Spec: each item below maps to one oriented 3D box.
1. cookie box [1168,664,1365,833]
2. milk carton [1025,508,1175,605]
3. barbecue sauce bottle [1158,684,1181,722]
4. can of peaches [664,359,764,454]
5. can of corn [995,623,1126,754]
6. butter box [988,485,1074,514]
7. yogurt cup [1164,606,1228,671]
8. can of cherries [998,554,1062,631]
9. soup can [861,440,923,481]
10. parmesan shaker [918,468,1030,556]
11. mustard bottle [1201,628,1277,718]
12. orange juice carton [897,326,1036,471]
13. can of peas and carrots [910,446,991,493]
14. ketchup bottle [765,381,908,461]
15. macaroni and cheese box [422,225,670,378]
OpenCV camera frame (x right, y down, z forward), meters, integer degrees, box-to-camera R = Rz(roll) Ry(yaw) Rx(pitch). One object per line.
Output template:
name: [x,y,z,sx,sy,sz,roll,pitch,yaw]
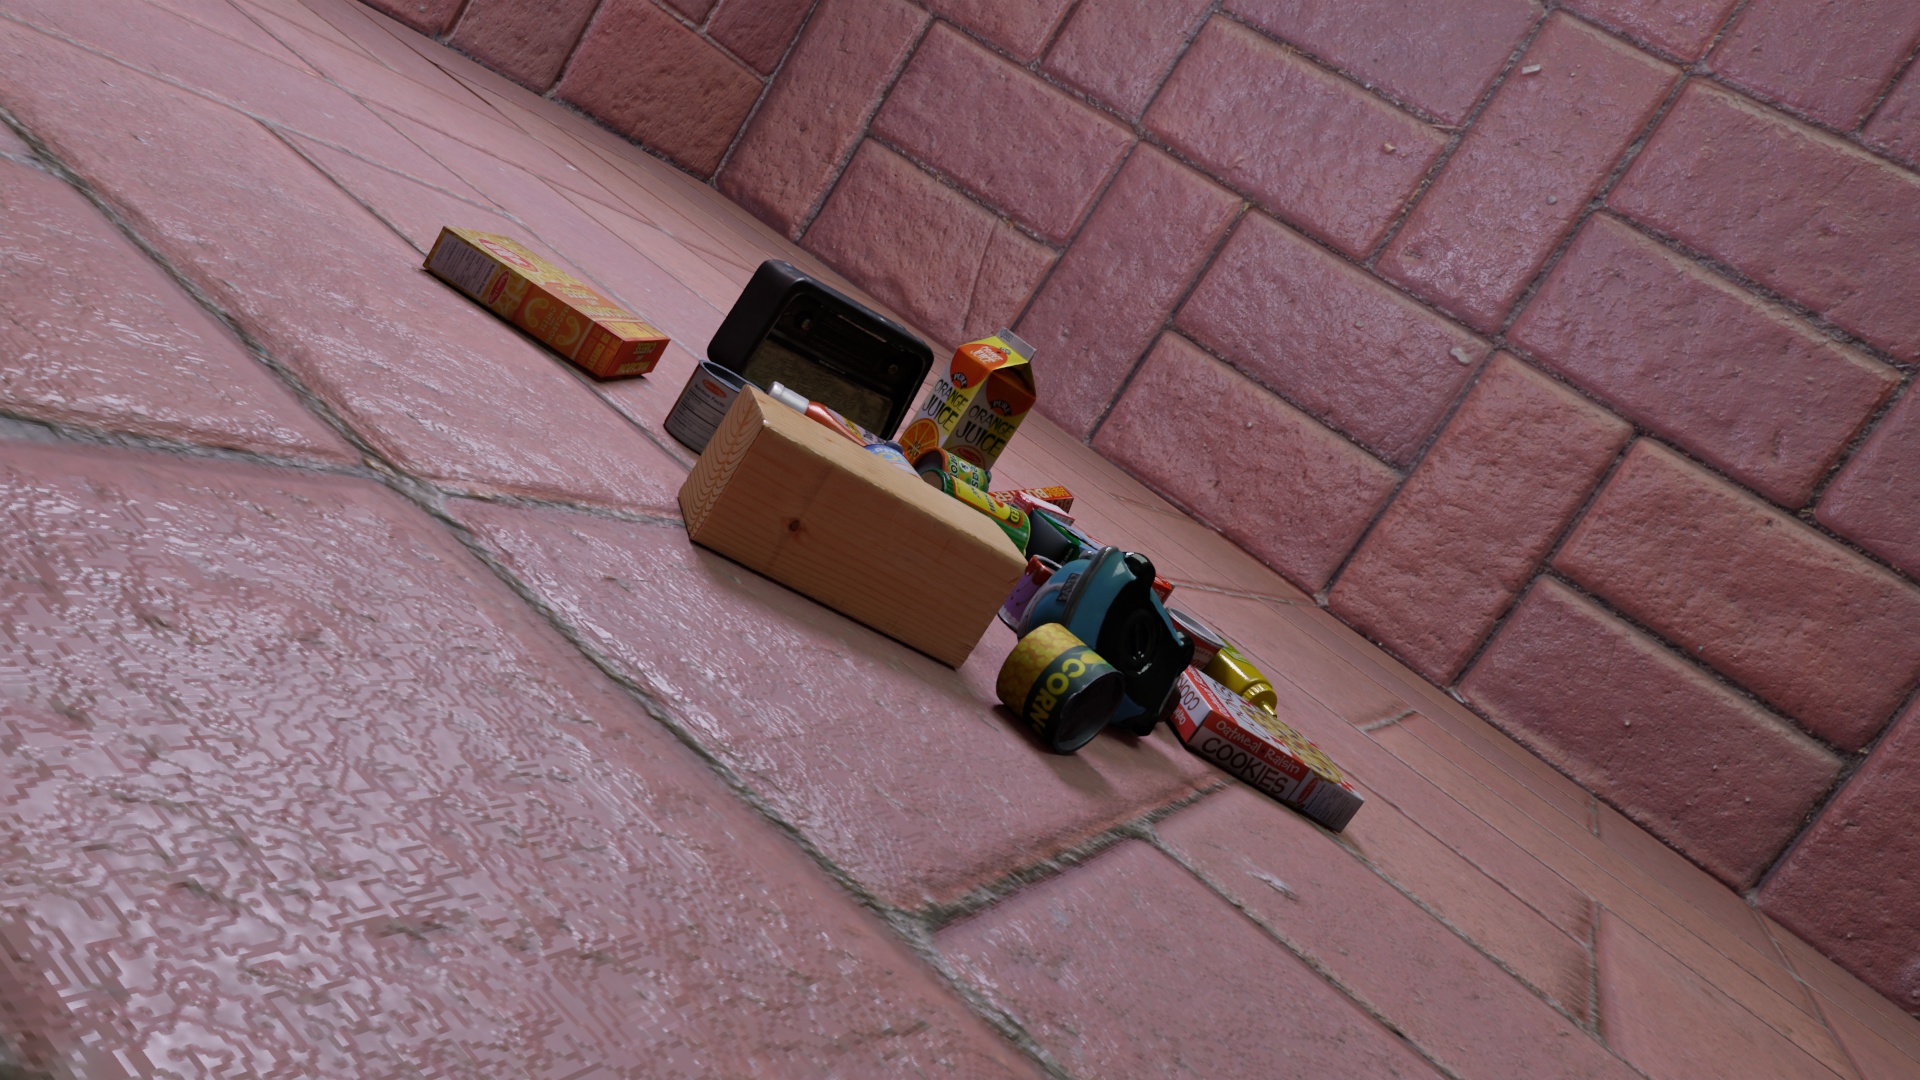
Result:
cookie box: [0.250,0.173,1.195,0.167,0.040,0.123,31,10,-16]
milk carton: [0.133,0.044,1.350,0.190,0.072,0.073,25,12,-39]
barbecue sauce bottle: [0.151,0.109,1.184,0.065,0.043,0.149,33,10,-3]
can of peaches: [-0.188,-0.099,1.085,0.071,0.058,0.071,32,9,-6]
can of corn: [0.064,0.096,0.913,0.058,0.071,0.071,38,11,32]
butter box: [0.065,-0.025,1.422,0.104,0.052,0.024,-7,37,-36]
yogurt cup: [0.218,0.105,1.371,0.072,0.054,0.072,32,10,-6]
can of cherries: [0.075,0.054,1.164,0.071,0.058,0.071,32,9,-5]
soup can: [-0.059,-0.038,1.149,0.071,0.071,0.084,28,11,-29]
parmesan shaker: [0.004,-0.016,1.253,0.103,0.071,0.071,26,12,-33]
mustard bottle: [0.274,0.140,1.391,0.065,0.048,0.161,24,13,-35]
orange juice carton: [0.009,-0.130,1.450,0.073,0.192,0.072,26,11,-39]
can of peas and carrots: [-0.014,-0.053,1.364,0.058,0.071,0.071,26,12,-34]
ketchup bottle: [-0.122,-0.099,1.326,0.149,0.043,0.065,29,11,-17]
macaroni and cheese box: [-0.332,-0.192,1.131,0.166,0.040,0.124,33,10,0]
